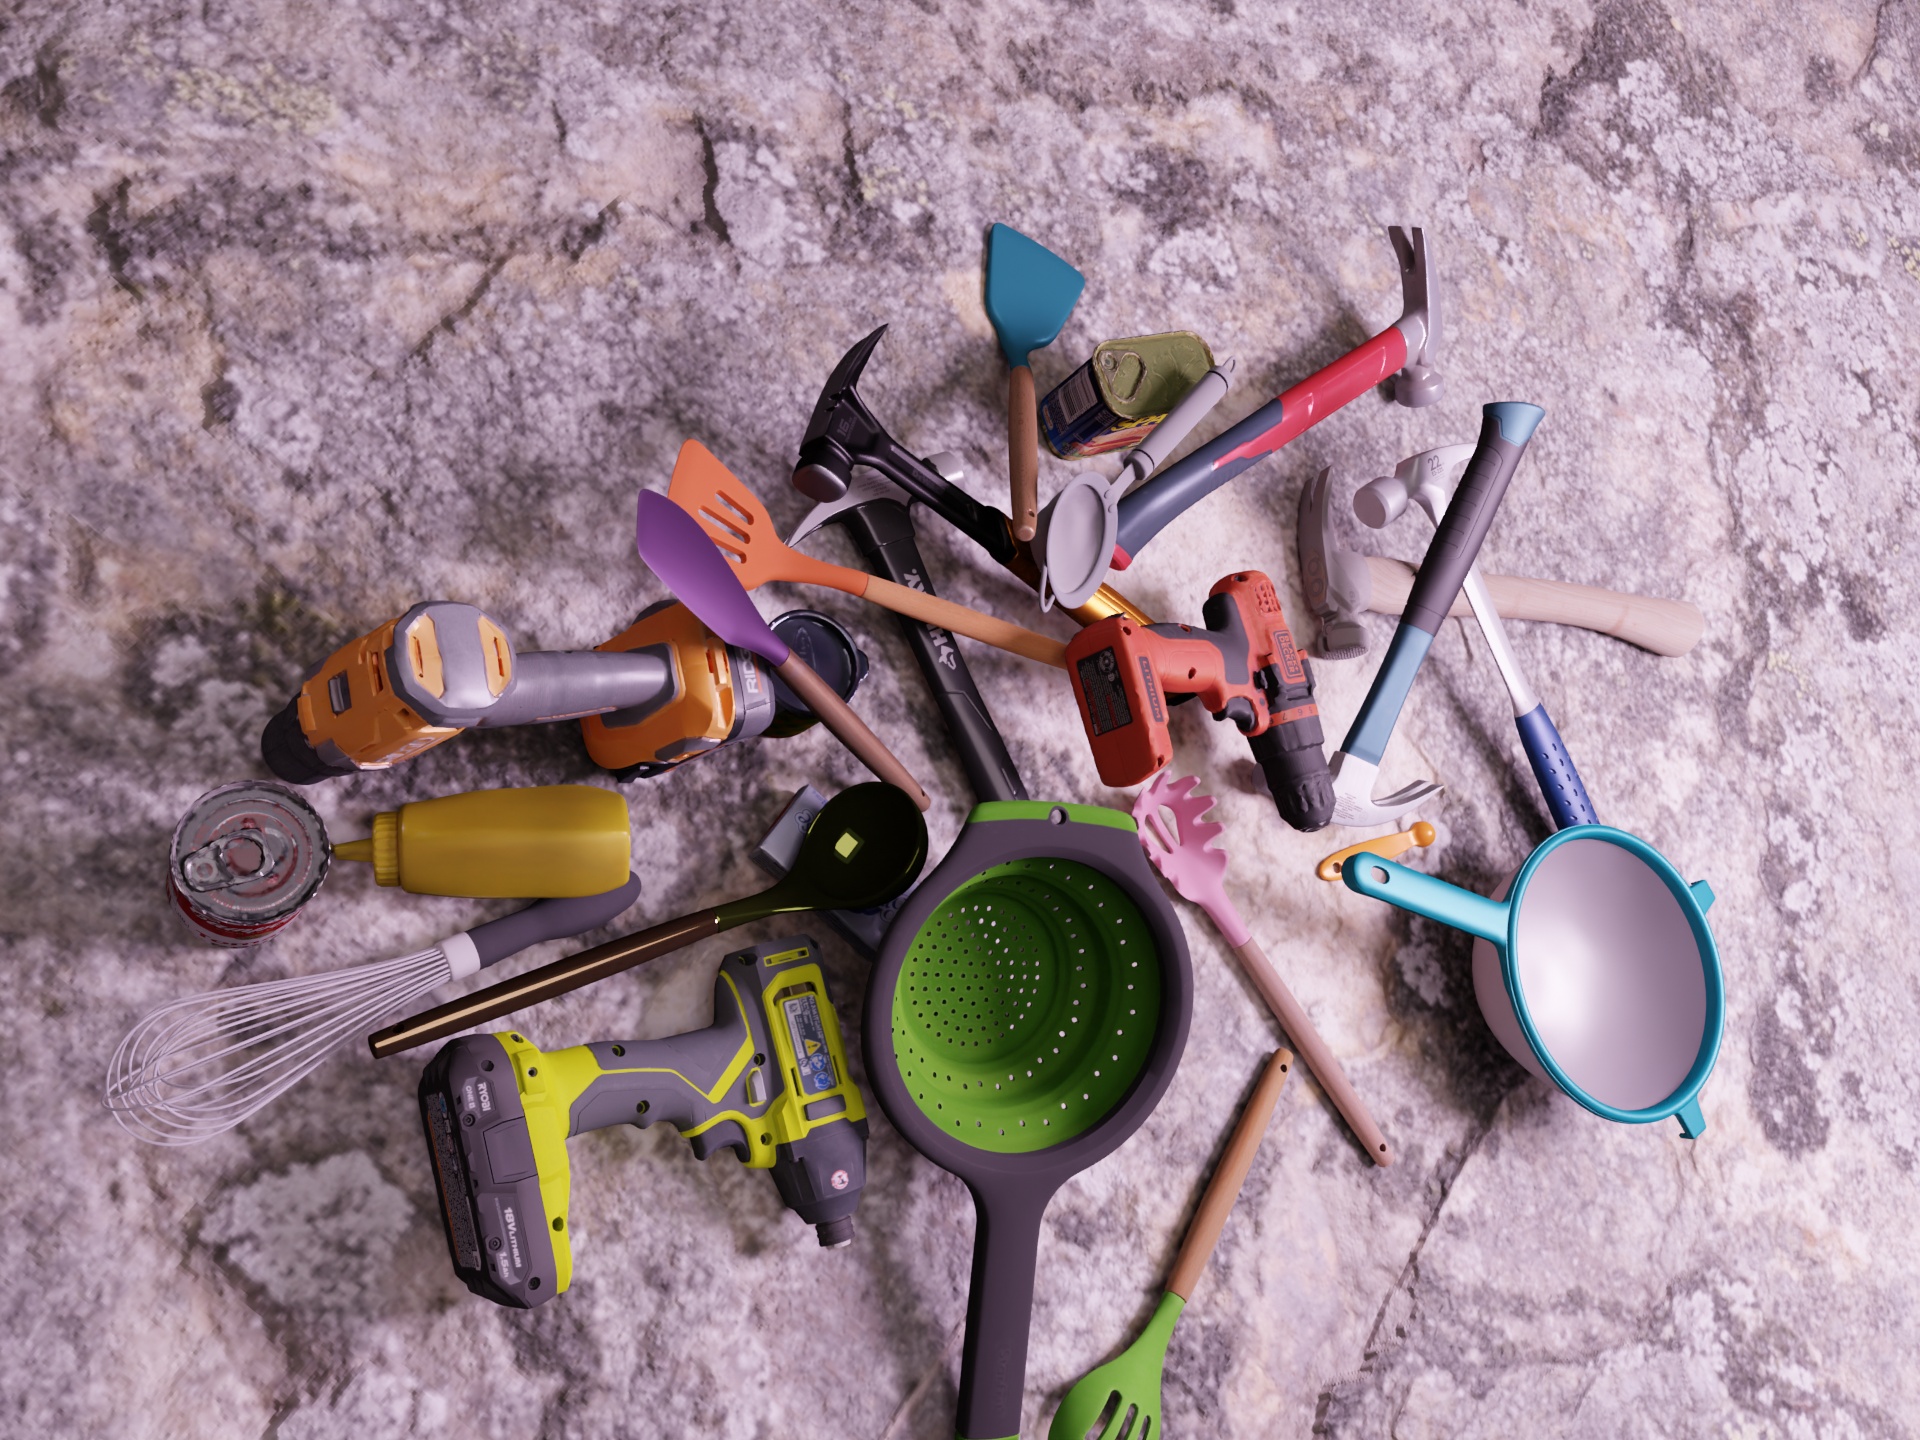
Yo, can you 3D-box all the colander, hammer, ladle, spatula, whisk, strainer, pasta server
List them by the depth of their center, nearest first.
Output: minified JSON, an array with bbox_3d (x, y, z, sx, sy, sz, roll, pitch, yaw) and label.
[{"bbox_3d":[-0.290,0.134,0.817,0.284,0.070,0.070,-22,87,-36],"label":"whisk"},{"bbox_3d":[-0.157,0.107,0.853,0.320,0.062,0.078,-18,43,-30],"label":"ladle"},{"bbox_3d":[-0.088,-0.024,0.877,0.315,0.018,0.060,50,29,-50],"label":"spatula"},{"bbox_3d":[0.018,0.241,0.936,0.204,0.094,0.397,5,91,-23],"label":"colander"},{"bbox_3d":[-0.034,-0.077,0.974,0.322,0.041,0.081,18,67,-25],"label":"spatula"},{"bbox_3d":[-0.002,-0.003,1.015,0.146,0.035,0.335,-23,87,-31],"label":"hammer"},{"bbox_3d":[0.109,-0.160,1.030,0.258,0.050,0.086,-47,139,-26],"label":"strainer"},{"bbox_3d":[0.042,-0.114,1.037,0.336,0.034,0.127,34,56,-27],"label":"hammer"},{"bbox_3d":[0.045,-0.225,1.057,0.082,0.044,0.318,26,38,-22],"label":"spatula"},{"bbox_3d":[0.208,0.172,1.074,0.060,0.040,0.316,-35,95,-19],"label":"pasta server"},{"bbox_3d":[0.329,-0.077,1.131,0.128,0.033,0.331,24,91,-14],"label":"hammer"},{"bbox_3d":[0.391,0.165,1.139,0.340,0.095,0.211,21,67,-19],"label":"strainer"},{"bbox_3d":[0.226,-0.230,1.169,0.386,0.038,0.143,-34,125,-27],"label":"hammer"},{"bbox_3d":[0.431,-0.021,1.210,0.144,0.035,0.405,-32,100,-28],"label":"hammer"},{"bbox_3d":[0.444,-0.107,1.278,0.410,0.038,0.146,4,73,-27],"label":"hammer"}]

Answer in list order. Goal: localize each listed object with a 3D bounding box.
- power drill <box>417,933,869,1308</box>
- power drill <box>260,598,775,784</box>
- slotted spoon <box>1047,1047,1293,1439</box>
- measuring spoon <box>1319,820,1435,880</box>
[{"bbox_3d":[-0.158,0.221,0.847,0.223,0.080,0.171,-10,80,-33],"label":"power drill"},{"bbox_3d":[-0.236,-0.008,0.837,0.226,0.185,0.084,-2,76,-48],"label":"power drill"},{"bbox_3d":[0.144,0.338,1.000,0.070,0.031,0.314,40,60,-12],"label":"slotted spoon"},{"bbox_3d":[0.307,0.095,1.161,0.117,0.011,0.021,-15,83,-30],"label":"measuring spoon"}]
